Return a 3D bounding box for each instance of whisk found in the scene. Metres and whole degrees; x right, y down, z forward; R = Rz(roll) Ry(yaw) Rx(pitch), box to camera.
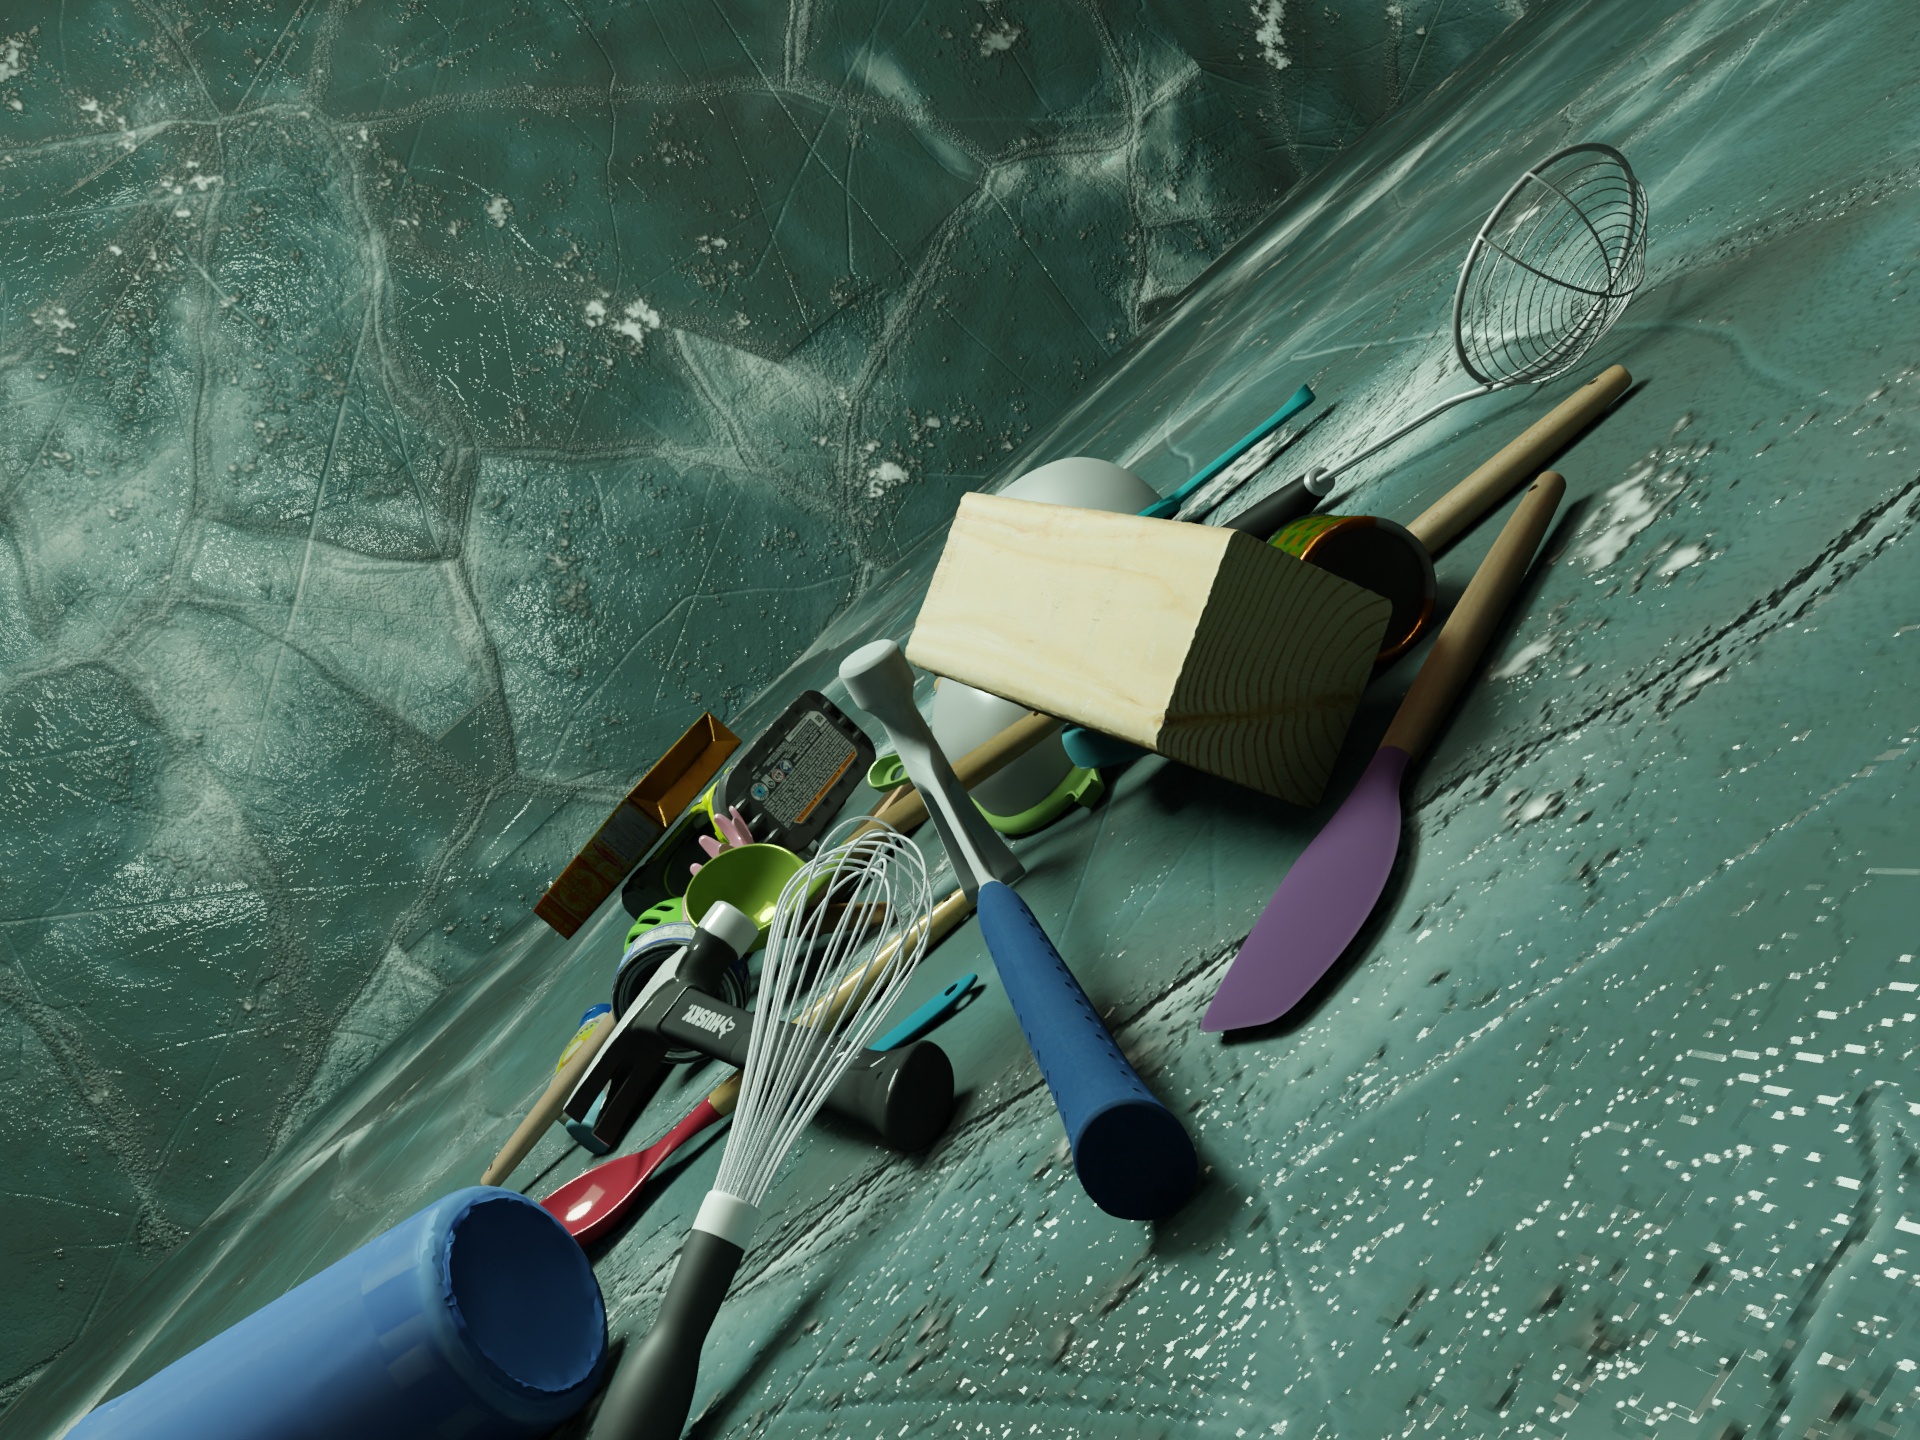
[{"bbox_3d":[-0.077,0.165,0.622,0.070,0.070,0.285,-27,36,57],"label":"whisk"}]

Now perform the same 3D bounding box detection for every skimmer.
[{"bbox_3d":[0.243,-0.193,0.933,0.127,0.090,0.363,-10,-12,-33],"label":"skimmer"}]

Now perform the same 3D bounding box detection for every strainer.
[{"bbox_3d":[0.114,-0.181,1.252,0.340,0.095,0.211,-37,-2,12],"label":"strainer"},{"bbox_3d":[-0.002,-0.003,0.947,0.256,0.069,0.152,-23,47,51],"label":"strainer"}]

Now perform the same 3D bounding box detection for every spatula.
[{"bbox_3d":[0.186,-0.071,0.768,0.317,0.044,0.082,-40,13,8],"label":"spatula"},{"bbox_3d":[0.175,-0.002,0.598,0.060,0.018,0.316,-27,19,53],"label":"spatula"}]

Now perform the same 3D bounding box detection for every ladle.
[{"bbox_3d":[-0.055,0.056,0.907,0.320,0.062,0.078,-35,24,41],"label":"ladle"},{"bbox_3d":[-0.112,0.191,0.860,0.315,0.031,0.069,-40,15,4],"label":"ladle"}]

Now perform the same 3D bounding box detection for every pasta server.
[{"bbox_3d":[-0.232,0.192,1.066,0.316,0.040,0.060,-51,21,8],"label":"pasta server"}]

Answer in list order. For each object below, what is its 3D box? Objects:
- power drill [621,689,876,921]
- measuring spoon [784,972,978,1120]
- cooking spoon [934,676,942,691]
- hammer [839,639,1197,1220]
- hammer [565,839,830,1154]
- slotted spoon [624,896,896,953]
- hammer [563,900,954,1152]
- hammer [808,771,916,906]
[{"bbox_3d":[-0.158,0.063,1.229,0.191,0.080,0.228,-52,9,-35],"label":"power drill"},{"bbox_3d":[-0.043,0.151,0.767,0.128,0.021,0.042,-39,10,25],"label":"measuring spoon"},{"bbox_3d":[-0.002,-0.034,1.212,0.069,0.017,0.319,-48,3,-5],"label":"cooking spoon"},{"bbox_3d":[0.018,0.077,0.649,0.035,0.144,0.406,-29,19,-1],"label":"hammer"},{"bbox_3d":[-0.184,0.185,1.137,0.128,0.033,0.331,-37,12,35],"label":"hammer"},{"bbox_3d":[-0.143,0.137,1.063,0.314,0.031,0.070,-13,36,48],"label":"slotted spoon"},{"bbox_3d":[-0.098,0.164,0.774,0.146,0.035,0.335,-53,21,-20],"label":"hammer"},{"bbox_3d":[-0.012,0.023,1.133,0.331,0.031,0.130,-49,4,-22],"label":"hammer"}]
